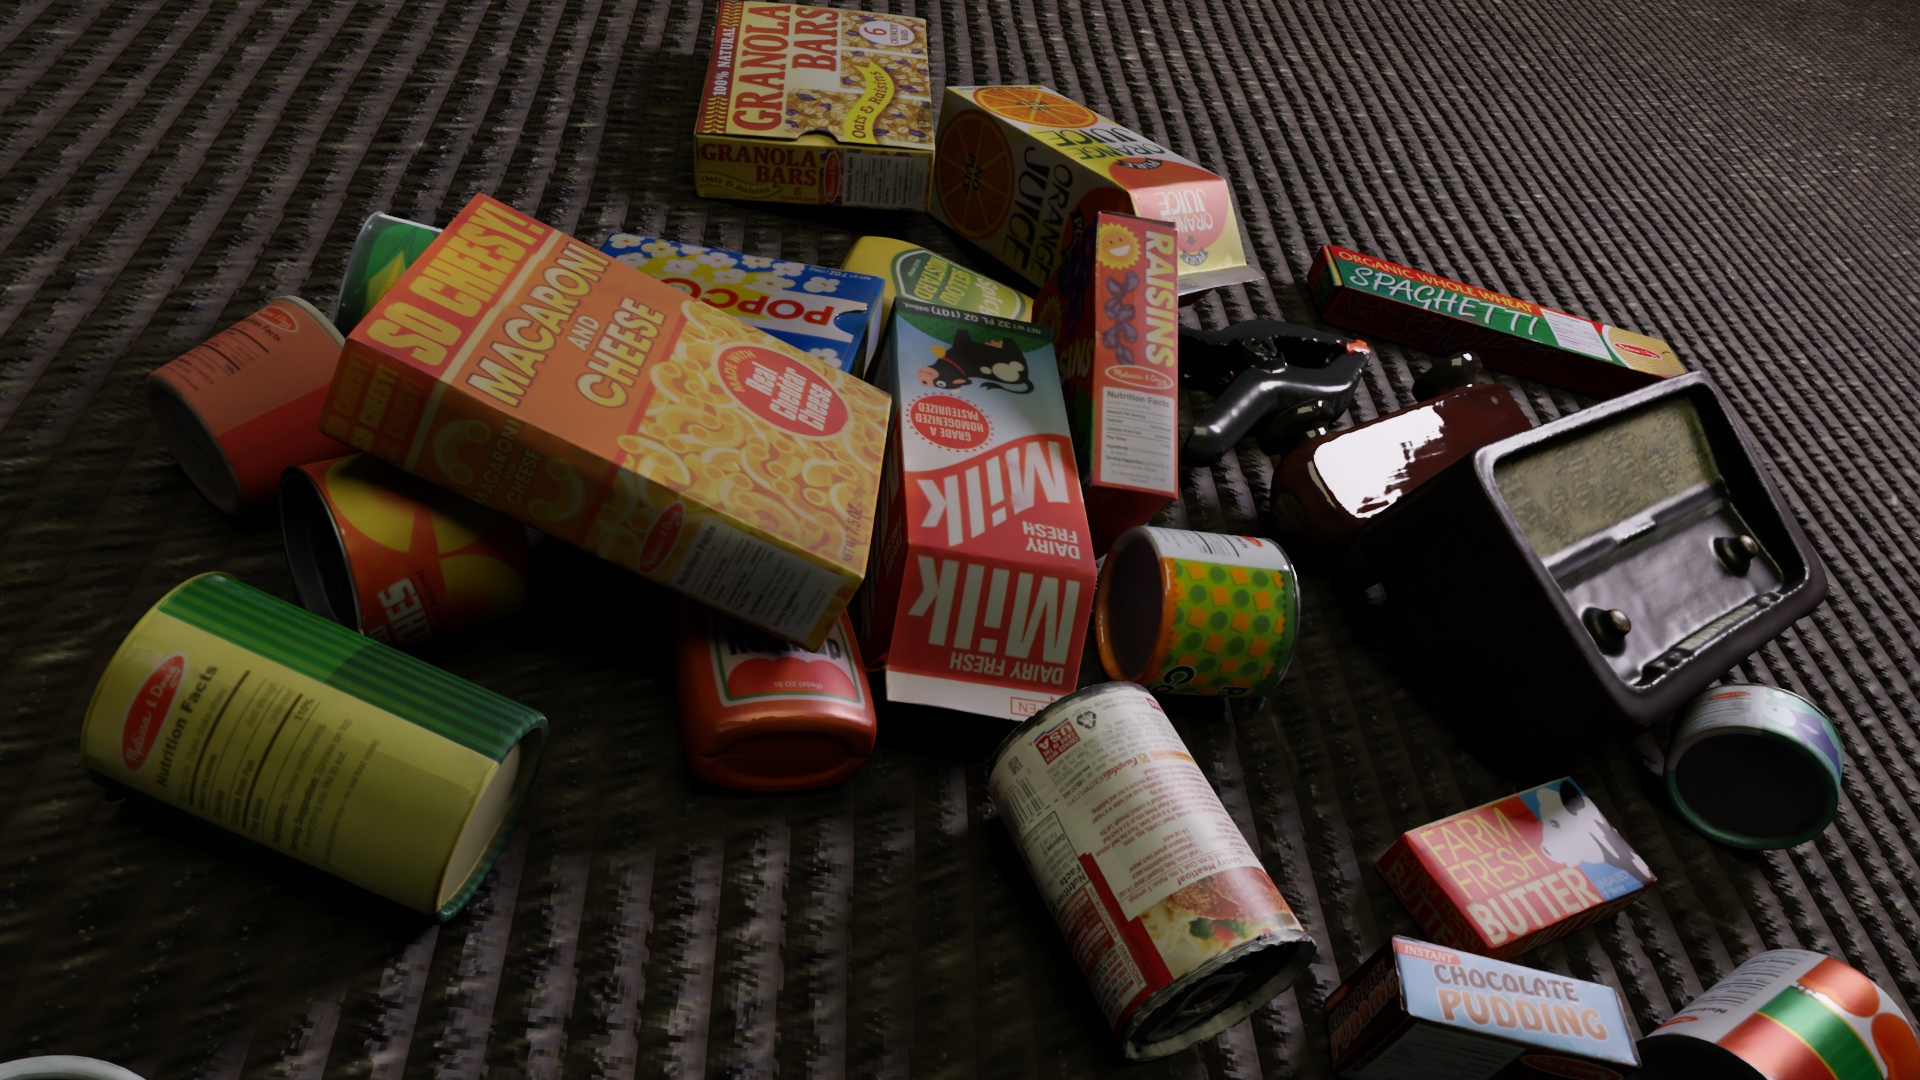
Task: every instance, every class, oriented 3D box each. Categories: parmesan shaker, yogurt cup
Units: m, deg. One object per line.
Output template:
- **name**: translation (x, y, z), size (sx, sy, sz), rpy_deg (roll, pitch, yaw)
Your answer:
- **parmesan shaker**: translation (-0.180, 0.062, 0.396), size (0.103, 0.071, 0.072), rpy_deg (24, 40, -1)
- **yogurt cup**: translation (-0.241, -0.044, 0.482), size (0.072, 0.072, 0.054), rpy_deg (39, 51, 17)

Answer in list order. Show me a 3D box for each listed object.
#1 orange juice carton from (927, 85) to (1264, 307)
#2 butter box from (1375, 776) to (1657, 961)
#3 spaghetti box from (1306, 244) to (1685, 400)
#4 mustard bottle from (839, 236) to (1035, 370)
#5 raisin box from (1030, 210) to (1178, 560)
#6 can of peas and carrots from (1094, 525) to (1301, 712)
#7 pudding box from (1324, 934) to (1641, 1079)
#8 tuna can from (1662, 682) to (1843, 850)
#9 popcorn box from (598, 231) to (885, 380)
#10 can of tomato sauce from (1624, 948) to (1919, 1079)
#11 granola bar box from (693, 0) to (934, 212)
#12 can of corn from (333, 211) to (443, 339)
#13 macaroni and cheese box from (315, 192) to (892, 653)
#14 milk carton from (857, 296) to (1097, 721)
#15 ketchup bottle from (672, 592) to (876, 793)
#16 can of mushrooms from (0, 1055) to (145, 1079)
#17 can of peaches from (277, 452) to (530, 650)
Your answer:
- **orange juice carton**: translation (0.068, -0.173, 0.727), size (0.072, 0.072, 0.193), rpy_deg (-15, 41, -36)
- **butter box**: translation (0.214, 0.128, 0.534), size (0.104, 0.024, 0.053), rpy_deg (-8, 49, -32)
- **spaghetti box**: translation (0.335, -0.130, 0.865), size (0.250, 0.028, 0.050), rpy_deg (13, 42, -12)
- **mustard bottle**: translation (0.016, -0.094, 0.663), size (0.160, 0.048, 0.066), rpy_deg (20, 43, -3)
- **raisin box**: translation (0.059, -0.063, 0.587), size (0.040, 0.085, 0.124), rpy_deg (8, 70, -14)
- **can of peas and carrots**: translation (0.092, 0.031, 0.553), size (0.059, 0.070, 0.071), rpy_deg (6, 43, -18)
- **pudding box**: translation (0.170, 0.162, 0.457), size (0.084, 0.049, 0.030), rpy_deg (15, 43, -8)
- **tuna can**: translation (0.338, 0.099, 0.592), size (0.071, 0.070, 0.033), rpy_deg (34, 42, 12)
- **popcorn box**: translation (-0.103, -0.087, 0.593), size (0.127, 0.038, 0.085), rpy_deg (10, 40, 3)
- **can of tomato sauce**: translation (0.273, 0.185, 0.468), size (0.083, 0.070, 0.071), rpy_deg (-13, 52, -35)
- **granola bar box**: translation (-0.079, -0.247, 0.777), size (0.124, 0.038, 0.166), rpy_deg (2, 43, -7)
- **can of corn**: translation (-0.205, -0.086, 0.543), size (0.058, 0.070, 0.071), rpy_deg (14, 41, -11)
- **macaroni and cheese box**: translation (-0.109, -0.043, 0.473), size (0.166, 0.040, 0.124), rpy_deg (25, 31, -14)
- **milk carton**: translation (0.002, -0.007, 0.544), size (0.072, 0.073, 0.191), rpy_deg (10, 42, -14)
- **ketchup bottle**: translation (-0.075, 0.020, 0.504), size (0.065, 0.043, 0.149), rpy_deg (5, 43, -24)
- **can of mushrooms**: translation (-0.208, 0.153, 0.306), size (0.071, 0.033, 0.071), rpy_deg (14, 41, -12)
- **can of peaches**: translation (-0.181, 0.003, 0.456), size (0.058, 0.070, 0.071), rpy_deg (-19, 55, -39)
